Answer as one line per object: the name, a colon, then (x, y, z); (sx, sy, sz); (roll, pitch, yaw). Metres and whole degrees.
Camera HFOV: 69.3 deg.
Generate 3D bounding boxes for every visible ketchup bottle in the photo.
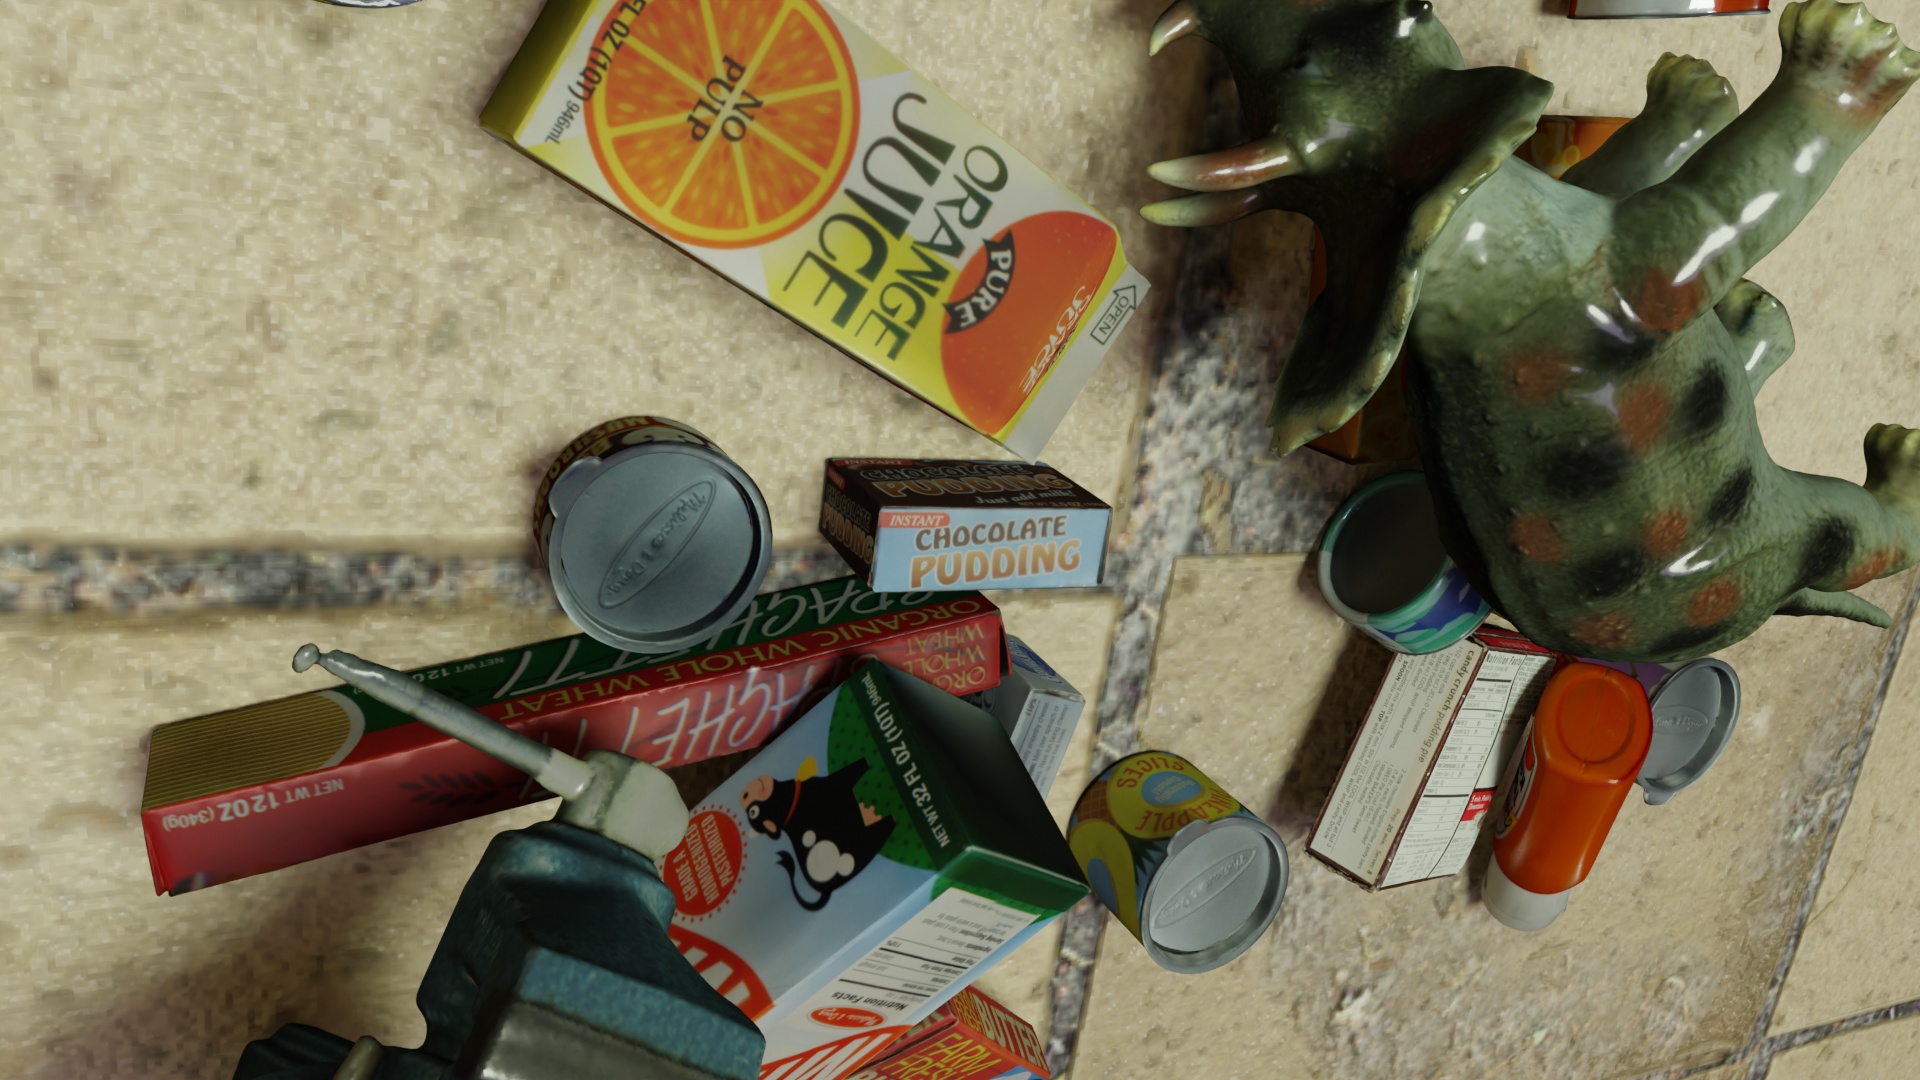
ketchup bottle: (0.261, 0.121, 0.609); (0.065, 0.043, 0.148); (-57, 153, -36)

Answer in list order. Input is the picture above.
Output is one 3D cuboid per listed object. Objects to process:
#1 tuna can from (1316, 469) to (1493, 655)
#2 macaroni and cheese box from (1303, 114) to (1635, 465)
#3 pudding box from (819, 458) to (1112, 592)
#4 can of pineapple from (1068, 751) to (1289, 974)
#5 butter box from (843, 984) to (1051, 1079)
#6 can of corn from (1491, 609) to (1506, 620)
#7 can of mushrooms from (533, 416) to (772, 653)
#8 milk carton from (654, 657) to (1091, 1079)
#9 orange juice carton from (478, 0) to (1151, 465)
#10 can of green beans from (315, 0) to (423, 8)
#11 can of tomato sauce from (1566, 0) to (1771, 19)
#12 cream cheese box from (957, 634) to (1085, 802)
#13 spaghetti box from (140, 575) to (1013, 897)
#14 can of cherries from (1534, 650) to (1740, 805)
tuna can: (0.175, 0.006, 0.535); (0.033, 0.071, 0.071); (29, 94, -31)
macaroni and cheese box: (0.212, -0.099, 0.531); (0.167, 0.040, 0.123); (-7, 111, -24)
pudding box: (0.002, -0.006, 0.456); (0.084, 0.050, 0.030); (0, 110, -26)
can of pineapple: (0.083, 0.122, 0.539); (0.071, 0.058, 0.070); (-9, 112, -24)
butter box: (-0.009, 0.188, 0.509); (0.053, 0.024, 0.103); (-28, 143, 6)
can of corn: (0.229, 0.001, 0.566); (0.071, 0.058, 0.071); (-9, 112, -23)
can of mushrooms: (-0.095, -0.004, 0.418); (0.071, 0.033, 0.070); (-9, 113, -23)
milk carton: (-0.063, 0.129, 0.434); (0.190, 0.072, 0.073); (-41, 142, 12)
orange juice carton: (-0.029, -0.092, 0.395); (0.192, 0.073, 0.071); (29, 94, -32)
can of green beans: (-0.143, -0.158, 0.322); (0.071, 0.058, 0.071); (-9, 112, -23)
can of tomato sauce: (0.255, -0.229, 0.491); (0.071, 0.071, 0.082); (-12, 113, -22)
cream cheese box: (0.006, 0.089, 0.491); (0.024, 0.053, 0.103); (16, 101, -28)
spaghetti box: (-0.106, 0.049, 0.423); (0.251, 0.050, 0.028); (-12, 115, -23)
can of cherries: (0.305, 0.075, 0.632); (0.072, 0.058, 0.071); (-10, 113, -24)
